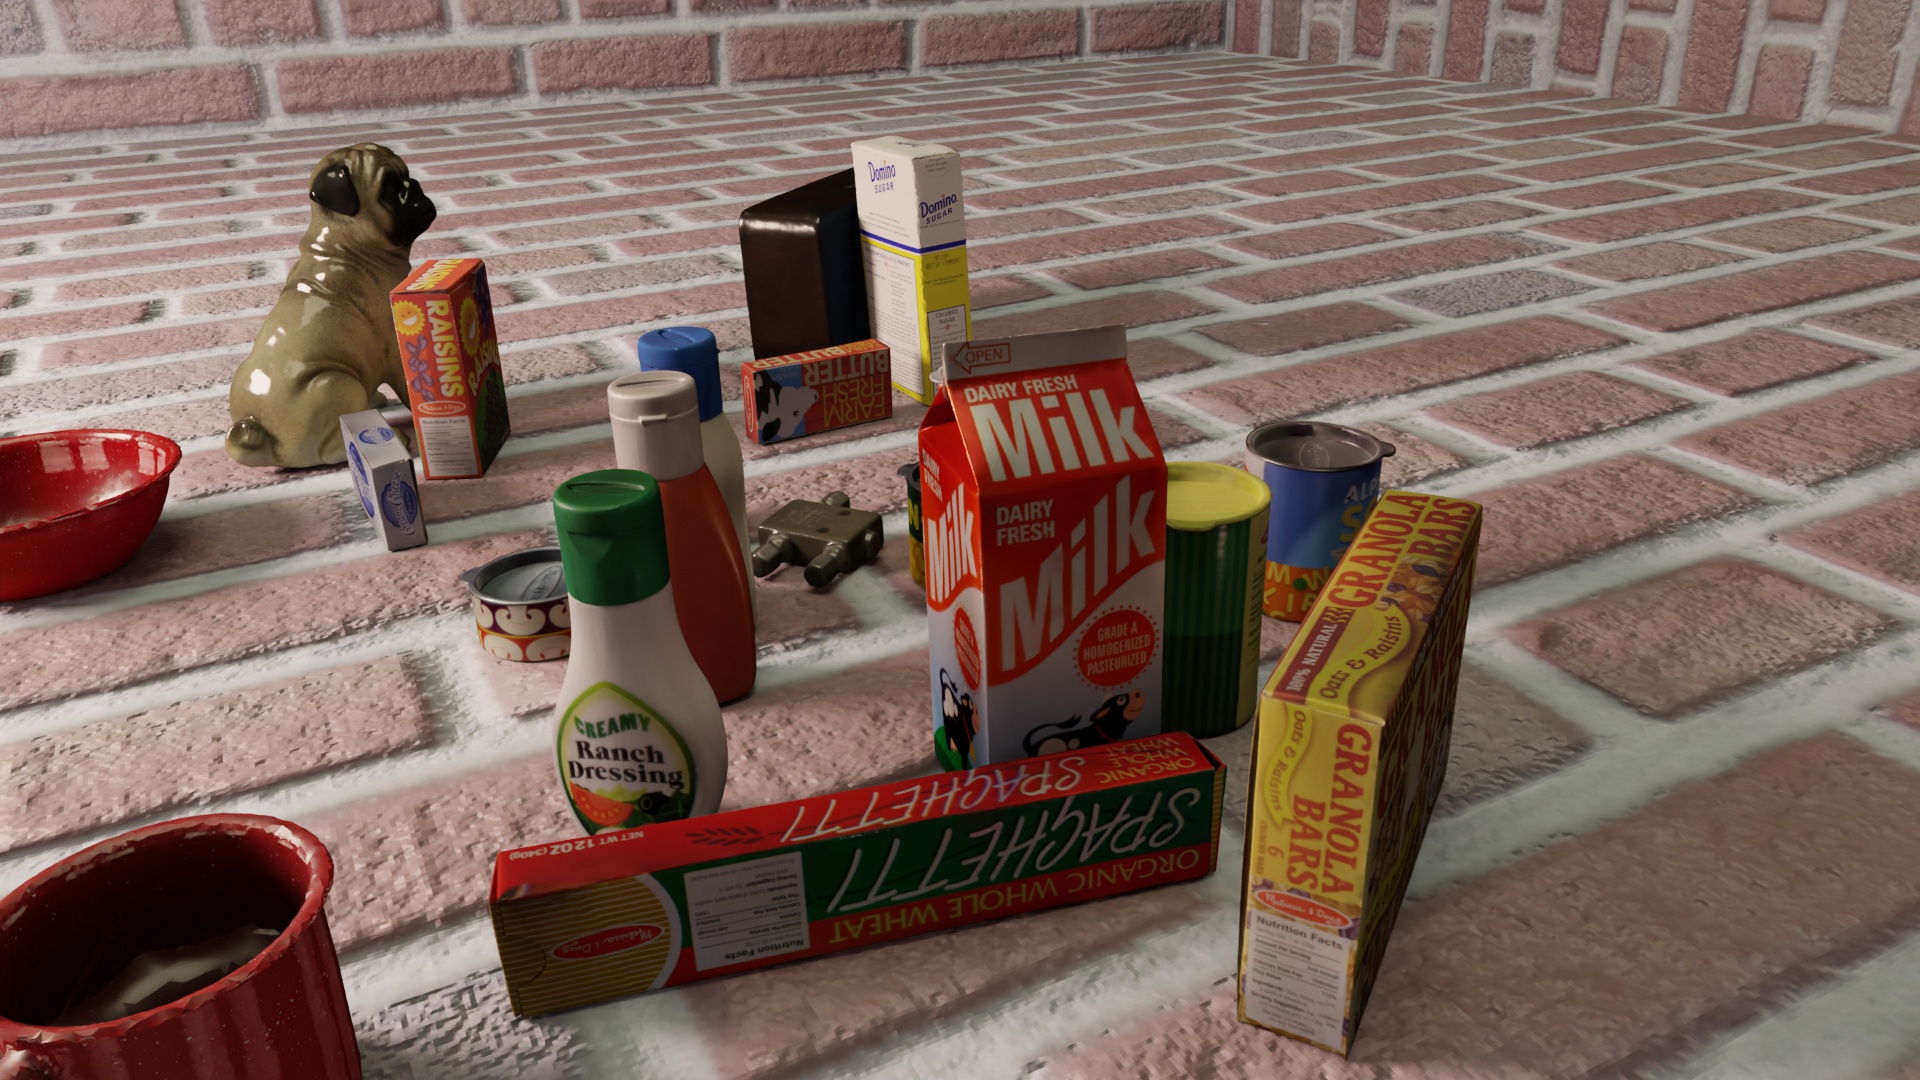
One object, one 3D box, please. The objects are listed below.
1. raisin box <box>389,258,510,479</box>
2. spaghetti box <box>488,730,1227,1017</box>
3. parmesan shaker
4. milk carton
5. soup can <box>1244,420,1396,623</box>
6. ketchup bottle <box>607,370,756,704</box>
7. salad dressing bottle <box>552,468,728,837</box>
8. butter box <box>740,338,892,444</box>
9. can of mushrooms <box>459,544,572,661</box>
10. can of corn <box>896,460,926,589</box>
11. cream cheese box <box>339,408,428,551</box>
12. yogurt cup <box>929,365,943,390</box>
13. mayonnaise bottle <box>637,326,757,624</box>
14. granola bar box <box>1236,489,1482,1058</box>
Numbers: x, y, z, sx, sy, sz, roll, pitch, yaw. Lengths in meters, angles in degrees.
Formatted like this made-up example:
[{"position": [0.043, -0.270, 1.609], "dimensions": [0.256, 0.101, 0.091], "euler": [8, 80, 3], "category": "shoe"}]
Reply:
[{"position": [-0.325, -0.111, 0.892], "dimensions": [0.040, 0.122, 0.086], "euler": [-3, 25, -2], "category": "raisin box"}, {"position": [-0.029, 0.112, 0.480], "dimensions": [0.250, 0.050, 0.029], "euler": [-8, 25, -14], "category": "spaghetti box"}, {"position": [0.097, 0.026, 0.596], "dimensions": [0.071, 0.102, 0.071], "euler": [-1, 25, 1], "category": "parmesan shaker"}, {"position": [0.030, 0.014, 0.524], "dimensions": [0.072, 0.189, 0.073], "euler": [-9, 26, -17], "category": "milk carton"}, {"position": [0.176, -0.010, 0.692], "dimensions": [0.071, 0.083, 0.071], "euler": [-1, 25, 1], "category": "soup can"}, {"position": [-0.126, 0.002, 0.607], "dimensions": [0.065, 0.148, 0.044], "euler": [-6, 25, -10], "category": "ketchup bottle"}, {"position": [-0.121, 0.048, 0.509], "dimensions": [0.064, 0.147, 0.044], "euler": [3, 25, 9], "category": "salad dressing bottle"}, {"position": [-0.096, -0.101, 0.942], "dimensions": [0.104, 0.053, 0.024], "euler": [-15, 28, -28], "category": "butter box"}, {"position": [-0.209, 0.030, 0.687], "dimensions": [0.071, 0.033, 0.071], "euler": [-1, 25, 1], "category": "can of mushrooms"}, {"position": [0.003, -0.009, 0.731], "dimensions": [0.071, 0.058, 0.071], "euler": [-1, 25, 1], "category": "can of corn"}, {"position": [-0.339, -0.037, 0.815], "dimensions": [0.024, 0.053, 0.104], "euler": [-15, 28, -28], "category": "cream cheese box"}, {"position": [0.019, -0.084, 0.896], "dimensions": [0.072, 0.053, 0.073], "euler": [-1, 25, 1], "category": "yogurt cup"}, {"position": [-0.130, -0.028, 0.671], "dimensions": [0.041, 0.147, 0.065], "euler": [-20, 30, -35], "category": "mayonnaise bottle"}, {"position": [0.139, 0.070, 0.475], "dimensions": [0.039, 0.123, 0.166], "euler": [11, 27, 25], "category": "granola bar box"}]
